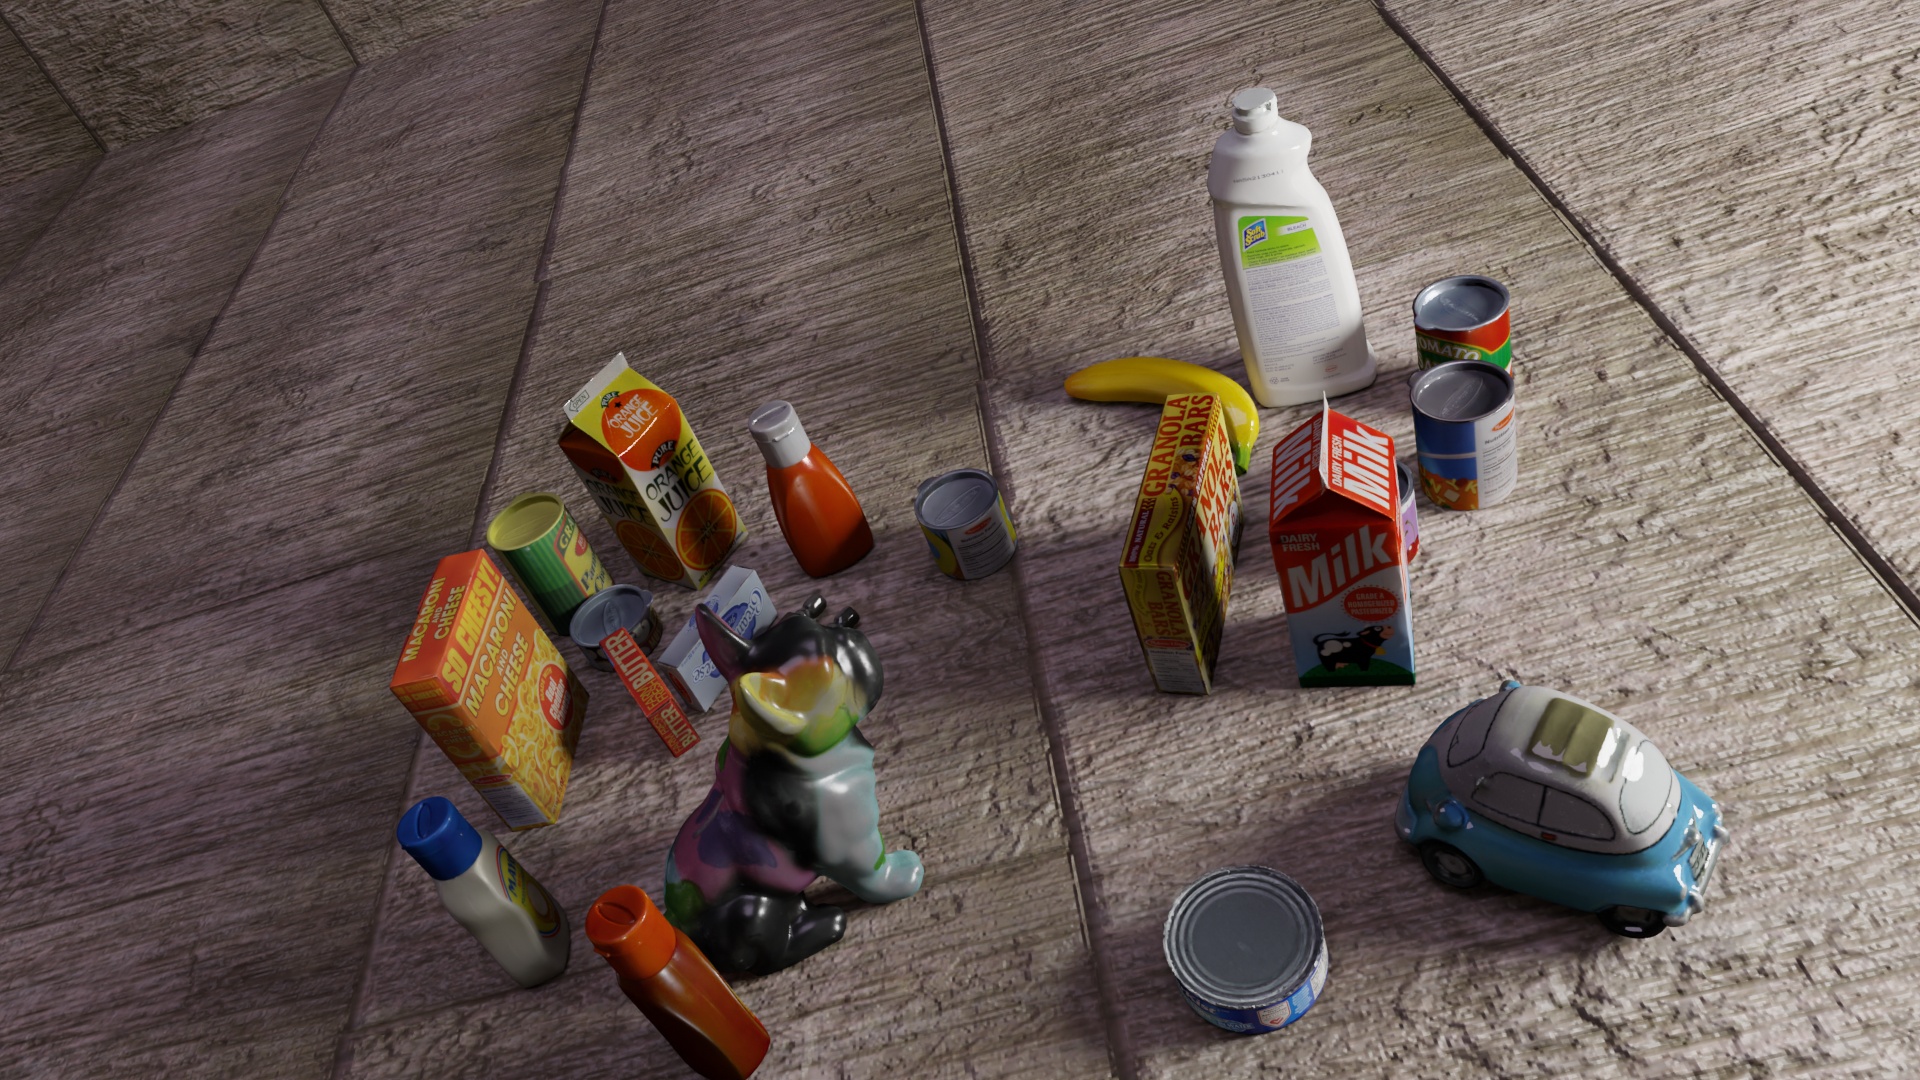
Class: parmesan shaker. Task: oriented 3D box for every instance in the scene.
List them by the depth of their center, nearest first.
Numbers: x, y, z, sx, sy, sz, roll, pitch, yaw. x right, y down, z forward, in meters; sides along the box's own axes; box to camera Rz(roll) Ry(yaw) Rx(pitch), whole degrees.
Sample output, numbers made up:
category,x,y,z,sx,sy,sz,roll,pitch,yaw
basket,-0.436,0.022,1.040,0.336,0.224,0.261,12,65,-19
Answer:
category,x,y,z,sx,sy,sz,roll,pitch,yaw
parmesan shaker,-0.331,0.018,1.135,0.071,0.102,0.072,-12,42,11

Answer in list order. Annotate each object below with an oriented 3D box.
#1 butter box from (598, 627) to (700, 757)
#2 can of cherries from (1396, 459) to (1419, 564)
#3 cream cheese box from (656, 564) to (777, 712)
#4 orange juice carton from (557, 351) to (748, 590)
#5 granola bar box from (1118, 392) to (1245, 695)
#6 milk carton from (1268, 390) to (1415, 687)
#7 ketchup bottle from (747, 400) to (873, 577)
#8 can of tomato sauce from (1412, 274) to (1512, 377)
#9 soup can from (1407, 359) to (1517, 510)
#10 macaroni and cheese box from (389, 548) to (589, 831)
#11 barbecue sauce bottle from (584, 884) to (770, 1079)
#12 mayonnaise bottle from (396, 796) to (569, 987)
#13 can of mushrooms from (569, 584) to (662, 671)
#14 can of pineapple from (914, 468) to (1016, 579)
category,x,y,z,sx,sy,sz,roll,pitch,yaw
butter box,-0.231,0.112,1.028,0.024,0.053,0.104,-34,42,-14
can of cherries,0.274,-0.015,0.944,0.071,0.058,0.072,-12,42,11
cream cheese box,-0.182,0.073,1.049,0.024,0.053,0.104,9,49,31
orange juice carton,-0.251,-0.055,1.112,0.073,0.191,0.072,13,52,34
granola bar box,0.151,0.001,0.930,0.039,0.123,0.166,0,45,23
milk carton,0.231,0.003,0.842,0.073,0.189,0.073,-4,44,20
ketchup bottle,-0.119,-0.040,1.072,0.065,0.148,0.044,-29,41,-8
can of tomato sauce,0.369,-0.141,1.021,0.071,0.082,0.071,-12,42,11
soup can,0.345,-0.073,0.957,0.071,0.083,0.072,-12,42,11
macaroni and cheese box,-0.330,0.108,0.989,0.040,0.165,0.124,-13,41,11
barbecue sauce bottle,-0.161,0.248,0.777,0.065,0.147,0.044,12,51,33
mayonnaise bottle,-0.297,0.217,0.870,0.041,0.147,0.065,-24,41,-2
can of mushrooms,-0.272,0.069,1.107,0.071,0.033,0.071,-12,42,11
can of pineapple,0.004,-0.013,1.059,0.071,0.057,0.071,-12,42,11
